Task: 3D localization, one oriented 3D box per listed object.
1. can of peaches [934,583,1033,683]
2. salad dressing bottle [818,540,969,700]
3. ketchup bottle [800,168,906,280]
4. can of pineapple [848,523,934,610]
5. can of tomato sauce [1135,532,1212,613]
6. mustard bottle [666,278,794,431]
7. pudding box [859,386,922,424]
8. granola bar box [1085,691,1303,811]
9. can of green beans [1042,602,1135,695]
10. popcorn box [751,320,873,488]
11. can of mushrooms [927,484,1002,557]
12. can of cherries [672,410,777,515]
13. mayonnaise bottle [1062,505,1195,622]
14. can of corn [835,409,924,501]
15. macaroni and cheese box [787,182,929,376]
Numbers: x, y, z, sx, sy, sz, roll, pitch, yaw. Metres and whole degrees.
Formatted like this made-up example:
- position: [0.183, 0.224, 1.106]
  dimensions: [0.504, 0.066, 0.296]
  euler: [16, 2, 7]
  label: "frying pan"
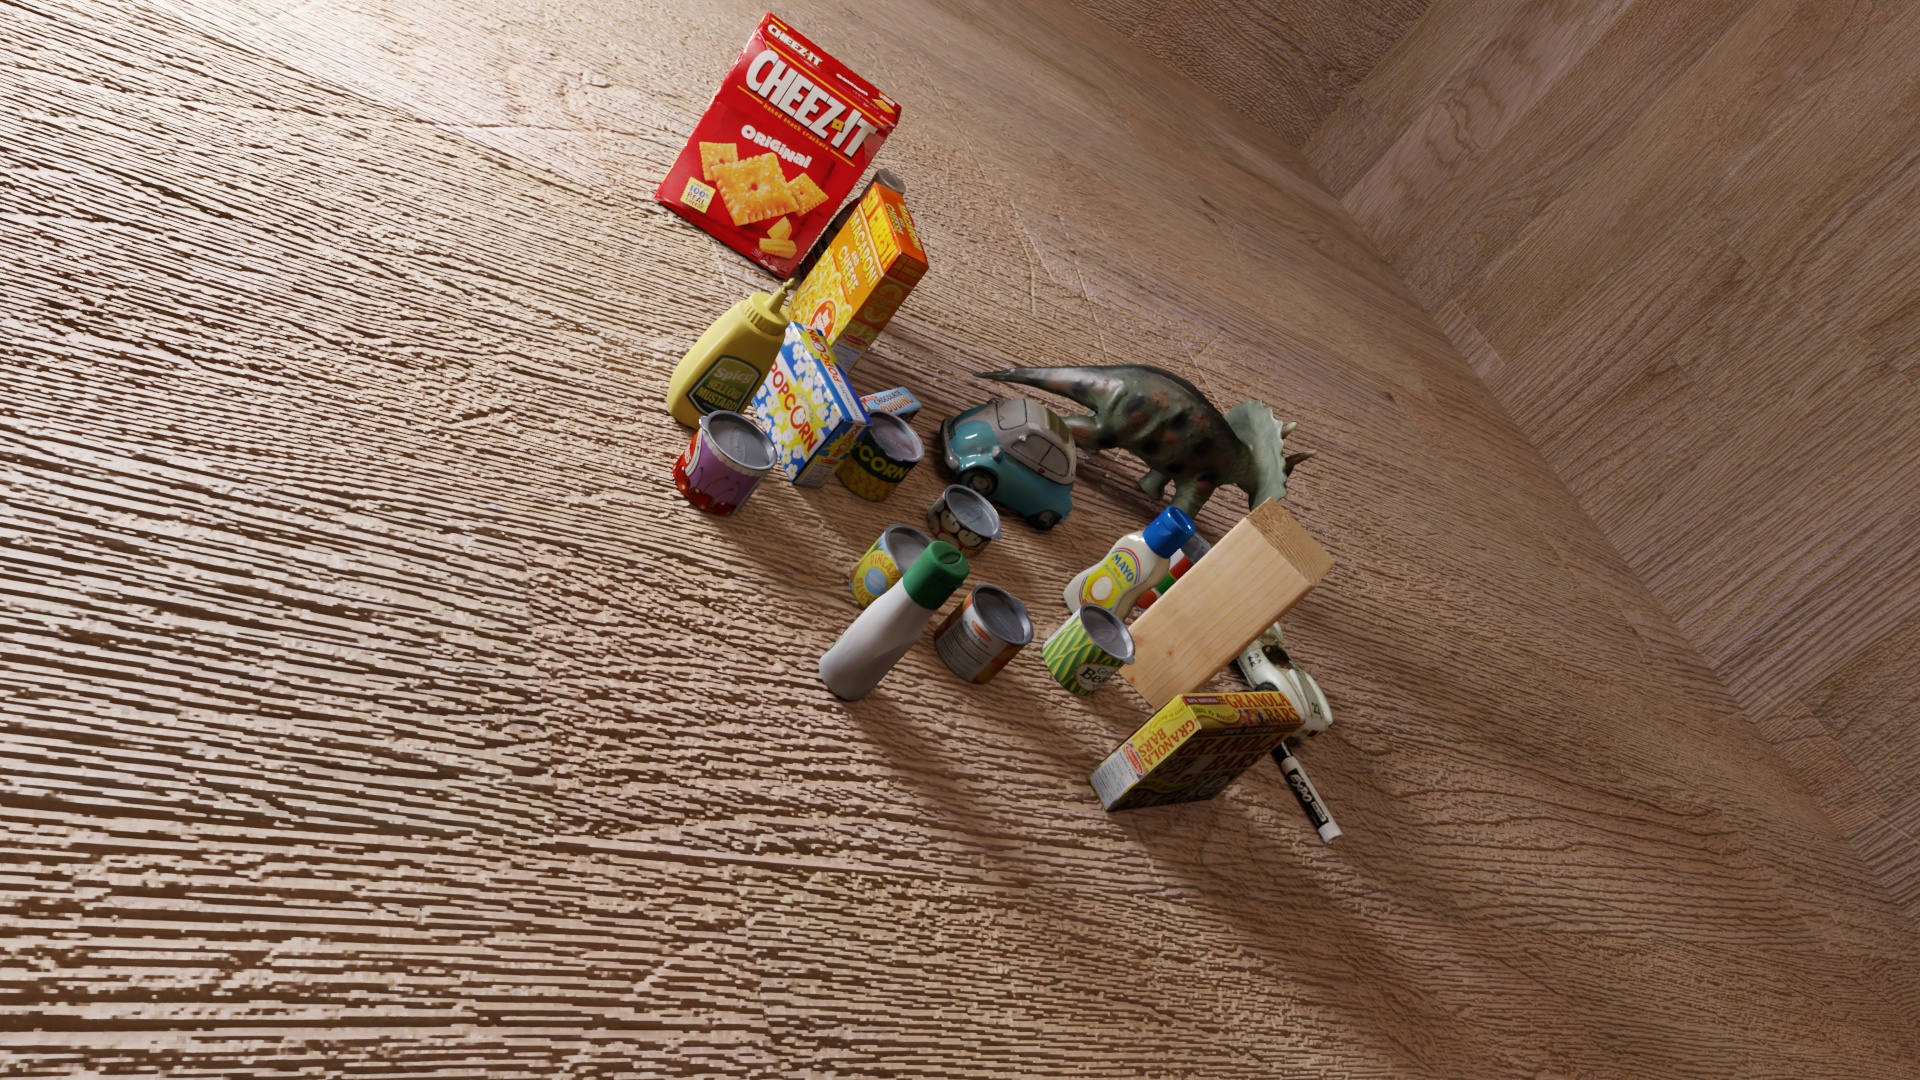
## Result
- position: [0.021, 0.080, 1.194]
  dimensions: [0.071, 0.057, 0.071]
  euler: [30, 31, -21]
  label: "can of peaches"
- position: [-0.049, 0.060, 1.045]
  dimensions: [0.044, 0.147, 0.064]
  euler: [51, 30, 15]
  label: "salad dressing bottle"
- position: [-0.113, -0.328, 1.481]
  dimensions: [0.043, 0.148, 0.065]
  euler: [13, 40, -41]
  label: "ketchup bottle"
- position: [-0.053, 0.029, 1.173]
  dimensions: [0.071, 0.057, 0.071]
  euler: [30, 31, -21]
  label: "can of pineapple"
- position: [0.226, 0.039, 1.467]
  dimensions: [0.071, 0.082, 0.071]
  euler: [30, 31, -21]
  label: "can of tomato sauce"
- position: [-0.185, -0.159, 1.161]
  dimensions: [0.065, 0.159, 0.049]
  euler: [22, 35, -32]
  label: "mustard bottle"
- position: [-0.079, -0.119, 1.346]
  dimensions: [0.030, 0.049, 0.084]
  euler: [48, 30, 10]
  label: "pudding box"
- position: [0.206, 0.182, 1.212]
  dimensions: [0.166, 0.123, 0.039]
  euler: [6, 45, -47]
  label: "granola bar box"
- position: [0.118, 0.101, 1.282]
  dimensions: [0.071, 0.057, 0.071]
  euler: [30, 31, -21]
  label: "can of green beans"
- position: [-0.138, -0.121, 1.244]
  dimensions: [0.038, 0.085, 0.127]
  euler: [7, 45, -46]
  label: "popcorn box"
- position: [0.005, -0.017, 1.327]
  dimensions: [0.071, 0.033, 0.071]
  euler: [30, 32, -20]
  label: "can of mushrooms"
- position: [-0.194, -0.064, 1.128]
  dimensions: [0.071, 0.058, 0.072]
  euler: [30, 31, -21]
  label: "can of cherries"
- position: [0.165, 0.027, 1.344]
  dimensions: [0.041, 0.147, 0.065]
  euler: [-1, 50, -51]
  label: "mayonnaise bottle"
- position: [-0.077, -0.077, 1.285]
  dimensions: [0.071, 0.058, 0.071]
  euler: [30, 31, -21]
  label: "can of corn"
- position: [-0.103, -0.252, 1.375]
  dimensions: [0.040, 0.165, 0.124]
  euler: [19, 36, -35]
  label: "macaroni and cheese box"
